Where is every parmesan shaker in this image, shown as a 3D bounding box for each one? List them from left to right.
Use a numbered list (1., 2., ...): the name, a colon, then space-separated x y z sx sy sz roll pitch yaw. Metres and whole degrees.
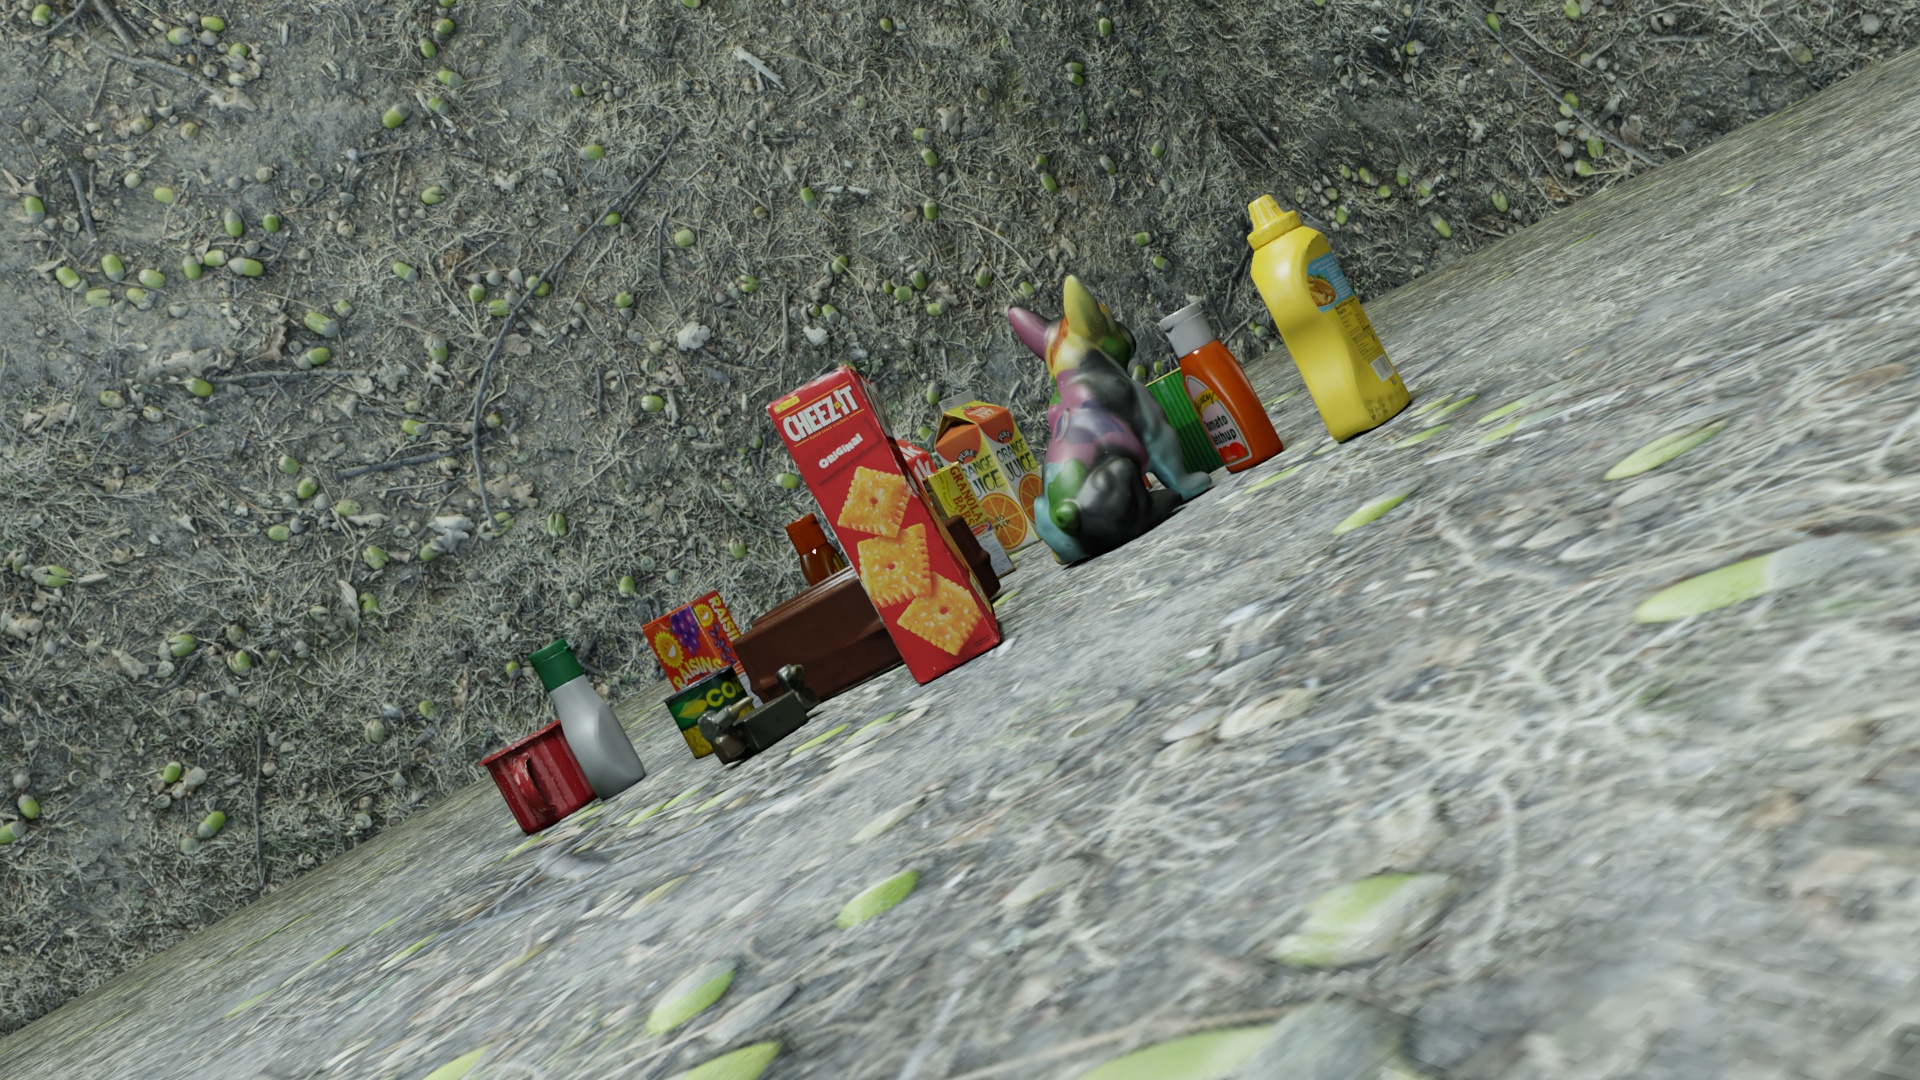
1. parmesan shaker: 0.219 -0.114 1.356 0.071 0.103 0.071 -28 2 1

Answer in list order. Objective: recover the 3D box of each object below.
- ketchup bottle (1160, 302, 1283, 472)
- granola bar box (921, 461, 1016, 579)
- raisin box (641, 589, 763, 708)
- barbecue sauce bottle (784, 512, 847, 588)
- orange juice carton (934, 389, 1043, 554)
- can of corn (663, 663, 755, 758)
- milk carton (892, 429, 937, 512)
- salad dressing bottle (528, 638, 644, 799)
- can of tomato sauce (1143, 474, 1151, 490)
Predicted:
1. ketchup bottle: 0.223 -0.133 1.205 0.044 0.148 0.064 -29 2 -19
2. granola bar box: 0.005 -0.018 1.448 0.039 0.124 0.165 -28 3 -2
3. raisin box: -0.237 0.118 1.304 0.086 0.123 0.040 -26 3 42
4. barbecue sauce bottle: -0.146 0.042 1.549 0.043 0.148 0.065 -27 2 19
5. orange juice carton: 0.038 -0.083 1.607 0.073 0.192 0.072 -26 3 38
6. can of corn: -0.212 0.147 1.201 0.071 0.058 0.071 -28 3 1
7. milk carton: -0.055 -0.033 1.609 0.072 0.190 0.073 -29 3 -33
8. salad dressing bottle: -0.341 0.161 1.264 0.044 0.147 0.064 -28 2 10
9. can of tomato sauce: 0.160 -0.079 1.500 0.071 0.083 0.071 -28 3 1
